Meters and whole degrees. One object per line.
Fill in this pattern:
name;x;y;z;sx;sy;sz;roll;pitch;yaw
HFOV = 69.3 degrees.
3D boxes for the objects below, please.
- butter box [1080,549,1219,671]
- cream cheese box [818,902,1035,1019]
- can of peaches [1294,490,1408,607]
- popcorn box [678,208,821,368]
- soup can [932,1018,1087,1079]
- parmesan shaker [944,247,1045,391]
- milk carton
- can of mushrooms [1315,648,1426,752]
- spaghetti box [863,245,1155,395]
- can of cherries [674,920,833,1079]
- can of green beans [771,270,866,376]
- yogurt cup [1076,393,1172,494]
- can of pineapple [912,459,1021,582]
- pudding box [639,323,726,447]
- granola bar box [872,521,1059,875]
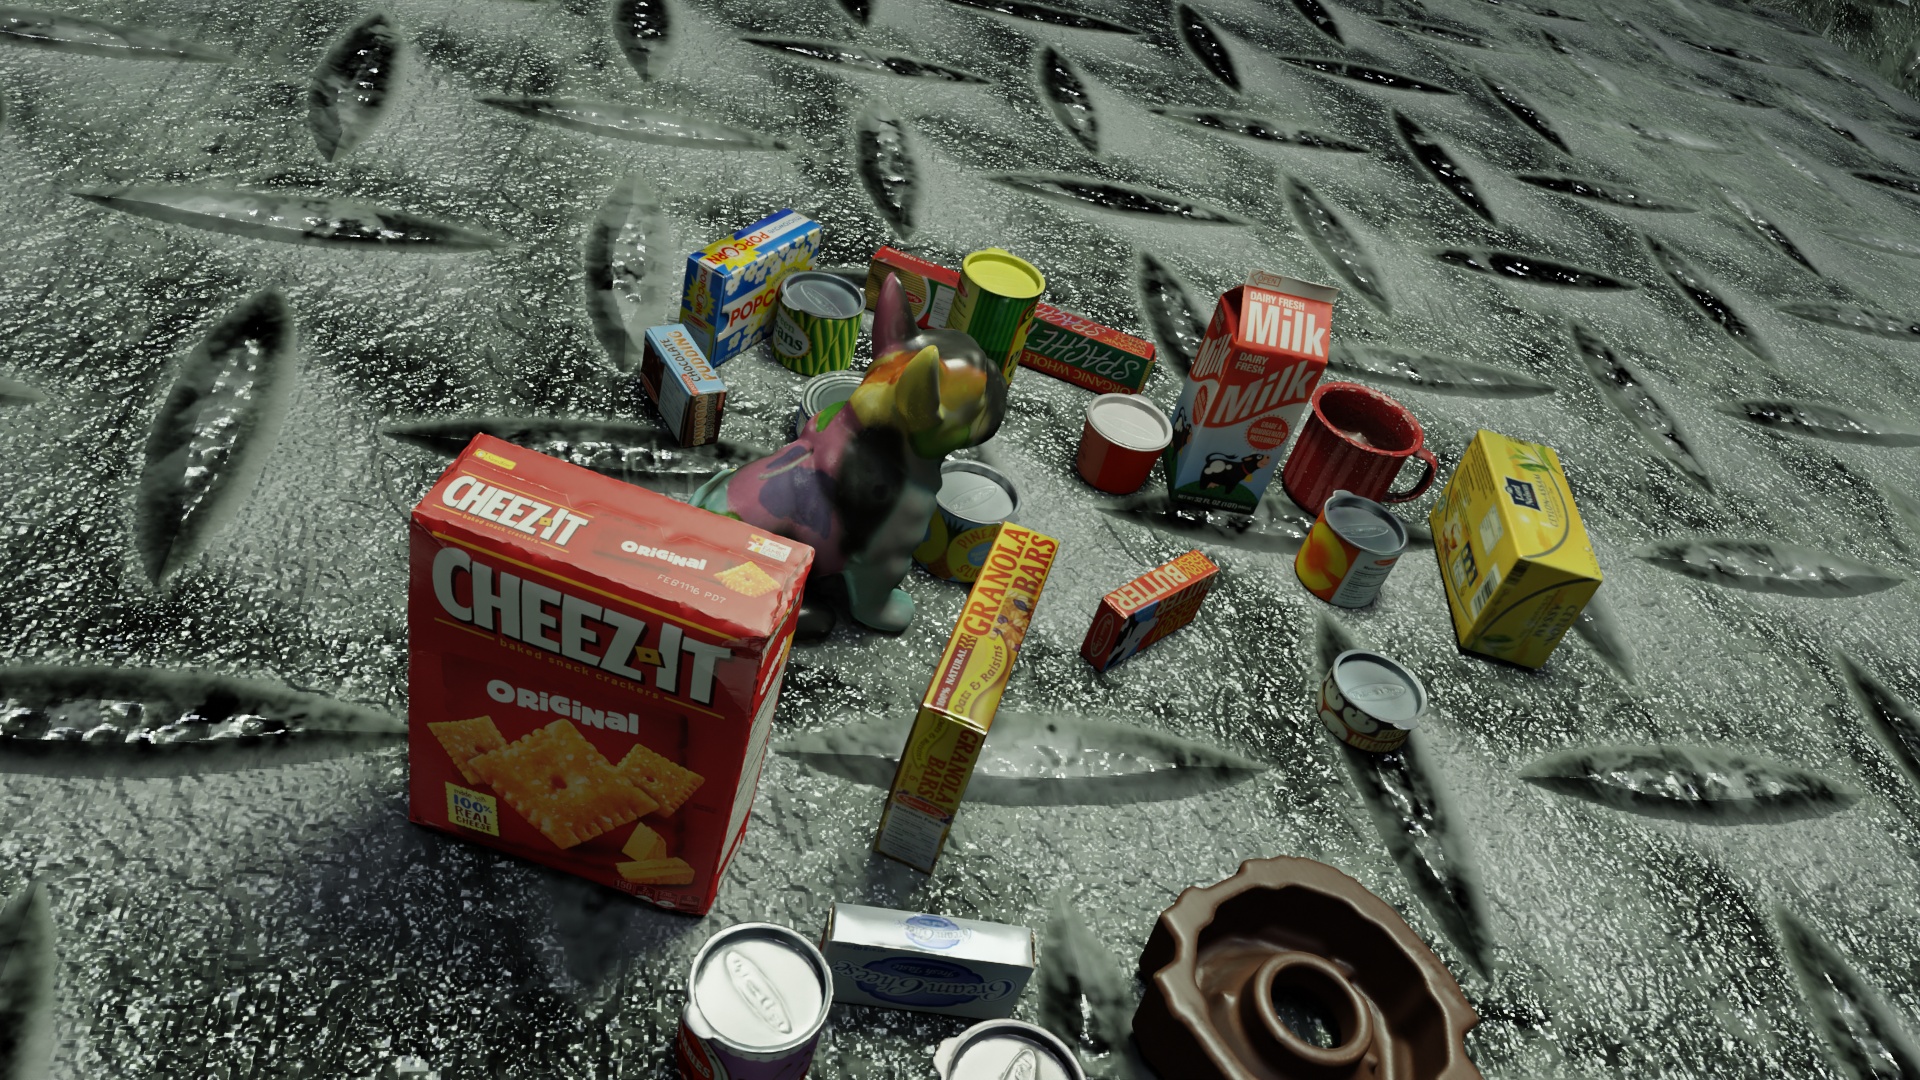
butter box;0.128;0.046;0.937;0.104;0.052;0.024;-23;55;-39
cream cheese box;-0.019;0.210;0.690;0.104;0.053;0.024;10;40;-10
can of peaches;0.291;0.007;1.041;0.071;0.057;0.071;11;40;-9
popcorn box;-0.164;-0.198;1.082;0.038;0.084;0.127;31;41;15
soup can;0.012;0.262;0.617;0.071;0.083;0.072;11;40;-9
parmesan shaker;0.021;-0.171;1.108;0.071;0.102;0.072;11;40;-9
milk carton;0.218;-0.118;1.054;0.072;0.189;0.074;10;40;-10
can of mushrooms;0.277;0.110;0.936;0.071;0.033;0.071;11;40;-9
spaghetti box;0.041;-0.180;1.168;0.250;0.049;0.029;20;39;3
can of cherries;-0.099;0.221;0.642;0.071;0.058;0.072;11;40;-9
can of green beans;-0.112;-0.170;1.091;0.071;0.057;0.071;11;40;-9
yogurt cup;0.123;-0.073;1.072;0.072;0.053;0.073;11;40;-9
can of pineapple;0.003;-0.012;0.952;0.071;0.057;0.071;11;40;-9
pudding box;-0.200;-0.112;0.997;0.030;0.049;0.084;-12;48;-32
granola bar box;0.004;0.085;0.788;0.039;0.123;0.166;21;39;3
